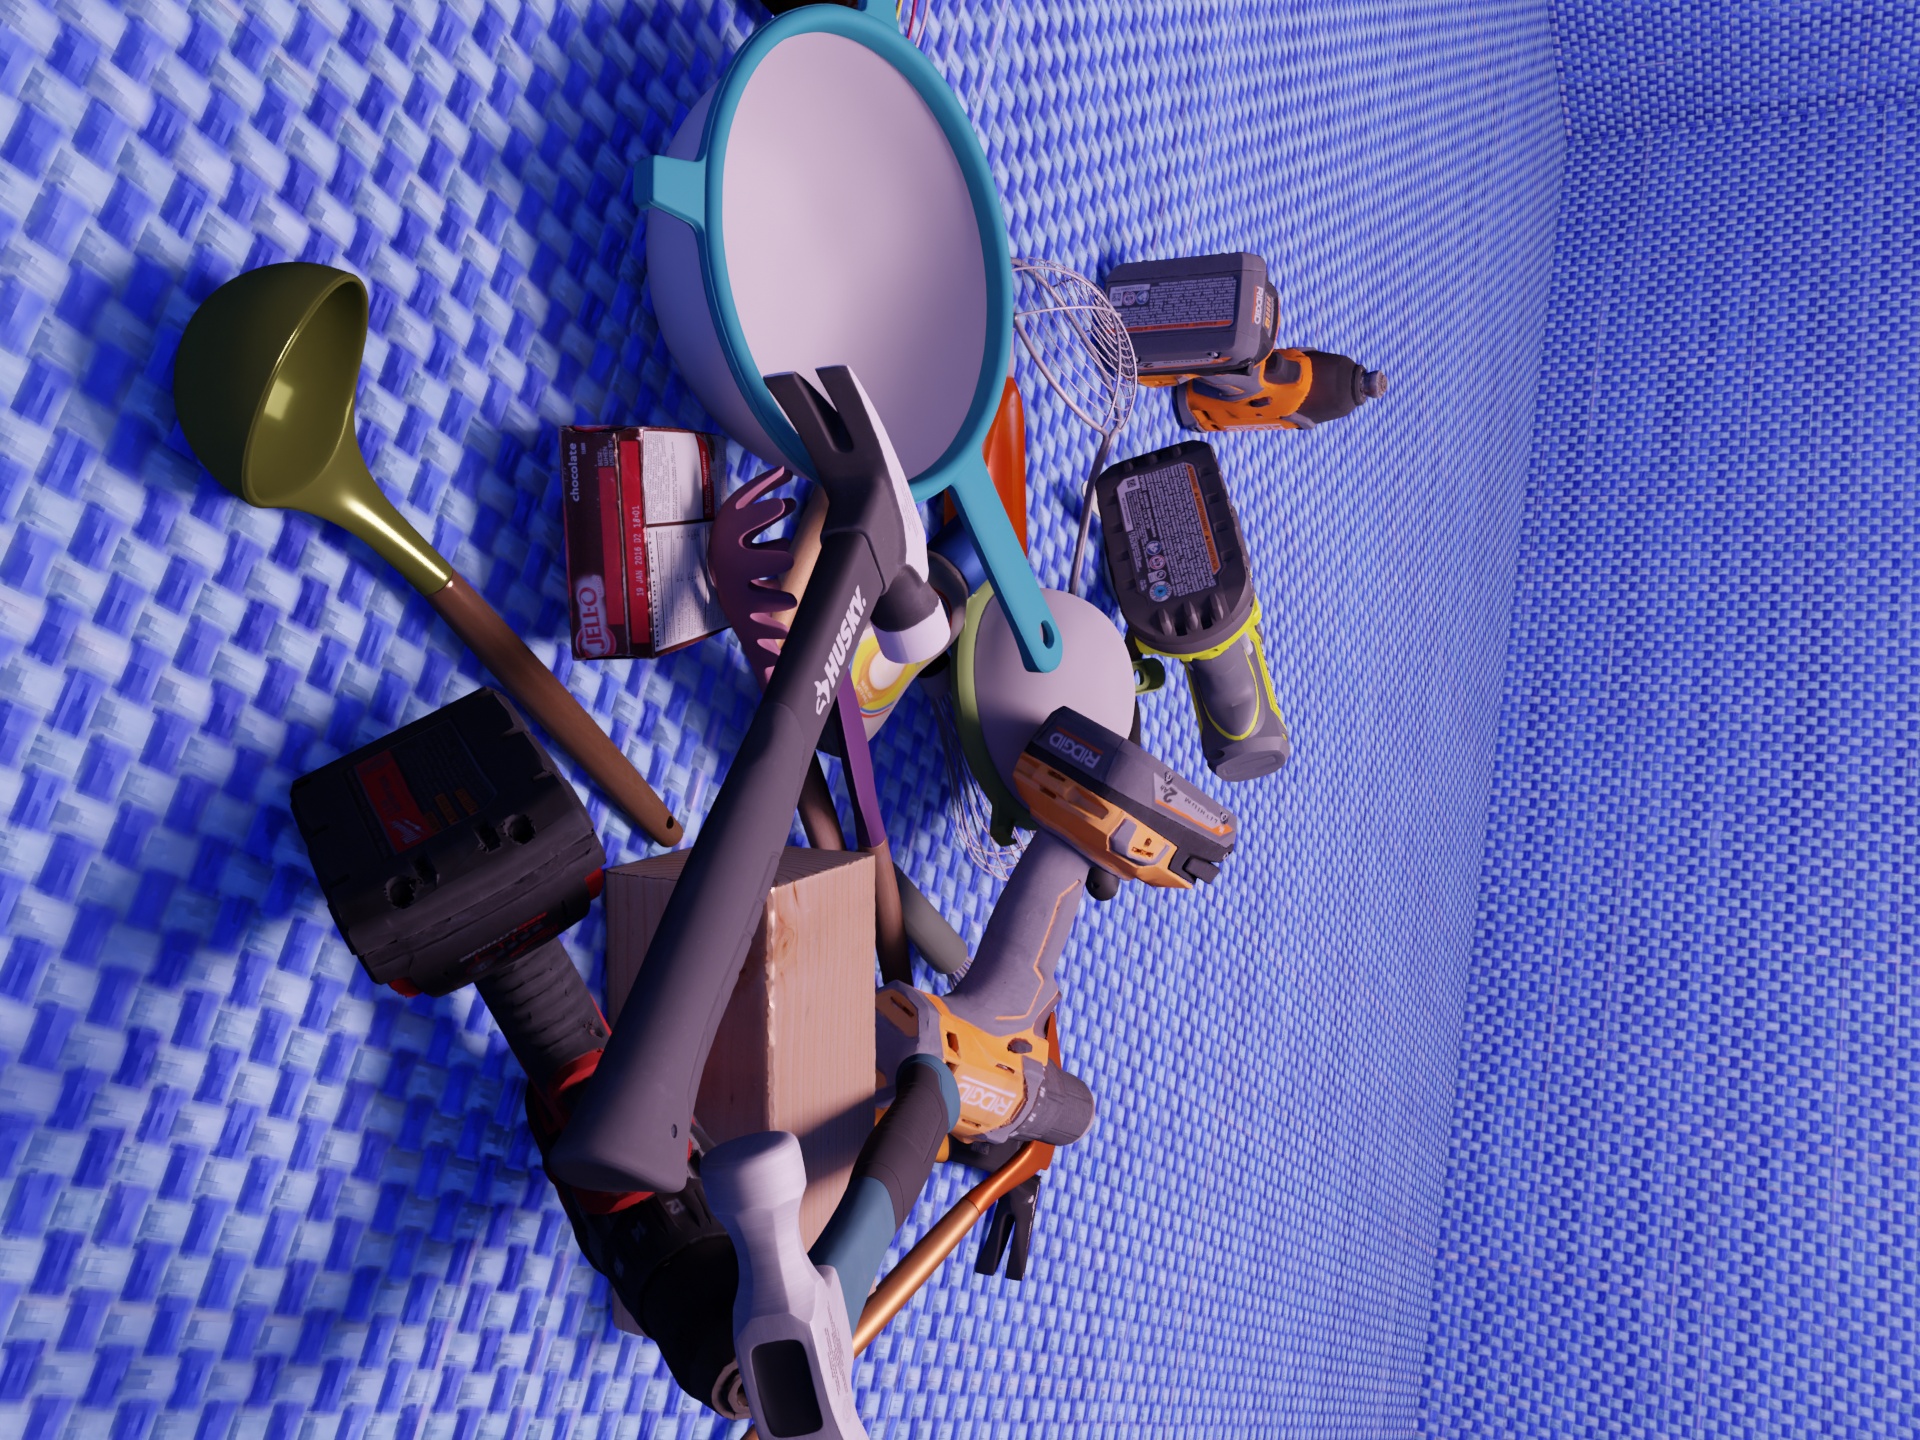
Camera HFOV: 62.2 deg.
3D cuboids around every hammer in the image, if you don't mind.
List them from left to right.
[{"bbox_3d":[-0.066,0.012,0.543,0.335,0.035,0.146,-74,153,-47],"label":"hammer"},{"bbox_3d":[-0.033,0.183,0.612,0.331,0.033,0.128,-6,85,-84],"label":"hammer"},{"bbox_3d":[-0.027,0.243,0.915,0.336,0.034,0.127,41,56,-56],"label":"hammer"}]

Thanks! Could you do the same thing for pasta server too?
[{"bbox_3d":[-0.070,0.012,0.746,0.315,0.040,0.060,79,4,-49],"label":"pasta server"}]

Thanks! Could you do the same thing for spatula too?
[{"bbox_3d":[-0.043,0.075,0.816,0.060,0.018,0.315,-97,180,-46],"label":"spatula"},{"bbox_3d":[-0.017,0.285,0.884,0.322,0.041,0.081,-36,128,-43],"label":"spatula"}]

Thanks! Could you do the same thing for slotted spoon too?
[{"bbox_3d":[-0.048,-0.163,0.841,0.070,0.031,0.314,58,45,-51],"label":"slotted spoon"}]

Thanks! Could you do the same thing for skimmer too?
[{"bbox_3d":[0.049,-0.109,1.028,0.127,0.090,0.363,-20,121,-65],"label":"skimmer"}]

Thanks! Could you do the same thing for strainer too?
[{"bbox_3d":[-0.046,-0.153,0.750,0.211,0.095,0.340,-58,136,-36],"label":"strainer"},{"bbox_3d":[0.087,-0.021,0.952,0.256,0.069,0.151,-12,92,-58],"label":"strainer"}]

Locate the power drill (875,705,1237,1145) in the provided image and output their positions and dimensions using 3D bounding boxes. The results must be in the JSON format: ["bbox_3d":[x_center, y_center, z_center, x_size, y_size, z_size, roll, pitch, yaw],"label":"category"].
[{"bbox_3d":[0.055,0.126,0.856,0.185,0.084,0.226,33,88,-45],"label":"power drill"}]

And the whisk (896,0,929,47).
[{"bbox_3d":[-0.051,-0.290,0.805,0.051,0.047,0.245,3,94,-64],"label":"whisk"}]

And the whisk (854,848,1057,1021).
[{"bbox_3d":[-0.004,0.143,0.942,0.246,0.059,0.058,54,10,-45],"label":"whisk"}]

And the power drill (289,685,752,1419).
[{"bbox_3d":[-0.133,0.119,0.551,0.080,0.188,0.226,-29,123,-17],"label":"power drill"}]

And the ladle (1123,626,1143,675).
[{"bbox_3d":[0.125,-0.061,1.112,0.069,0.031,0.316,50,54,-52],"label":"ladle"}]

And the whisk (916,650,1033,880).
[{"bbox_3d":[0.000,-0.003,0.917,0.284,0.070,0.070,63,40,-36],"label":"whisk"}]

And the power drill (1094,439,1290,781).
[{"bbox_3d":[0.155,-0.076,1.030,0.223,0.080,0.171,51,27,-61],"label":"power drill"}]

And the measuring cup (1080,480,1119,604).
[{"bbox_3d":[0.112,-0.132,1.141,0.167,0.038,0.083,32,67,-53],"label":"measuring cup"}]

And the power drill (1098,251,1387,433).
[{"bbox_3d":[0.214,-0.271,1.183,0.226,0.164,0.084,14,81,-60],"label":"power drill"}]

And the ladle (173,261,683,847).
[{"bbox_3d":[-0.170,-0.035,0.590,0.319,0.062,0.078,60,42,-50],"label":"ladle"}]
